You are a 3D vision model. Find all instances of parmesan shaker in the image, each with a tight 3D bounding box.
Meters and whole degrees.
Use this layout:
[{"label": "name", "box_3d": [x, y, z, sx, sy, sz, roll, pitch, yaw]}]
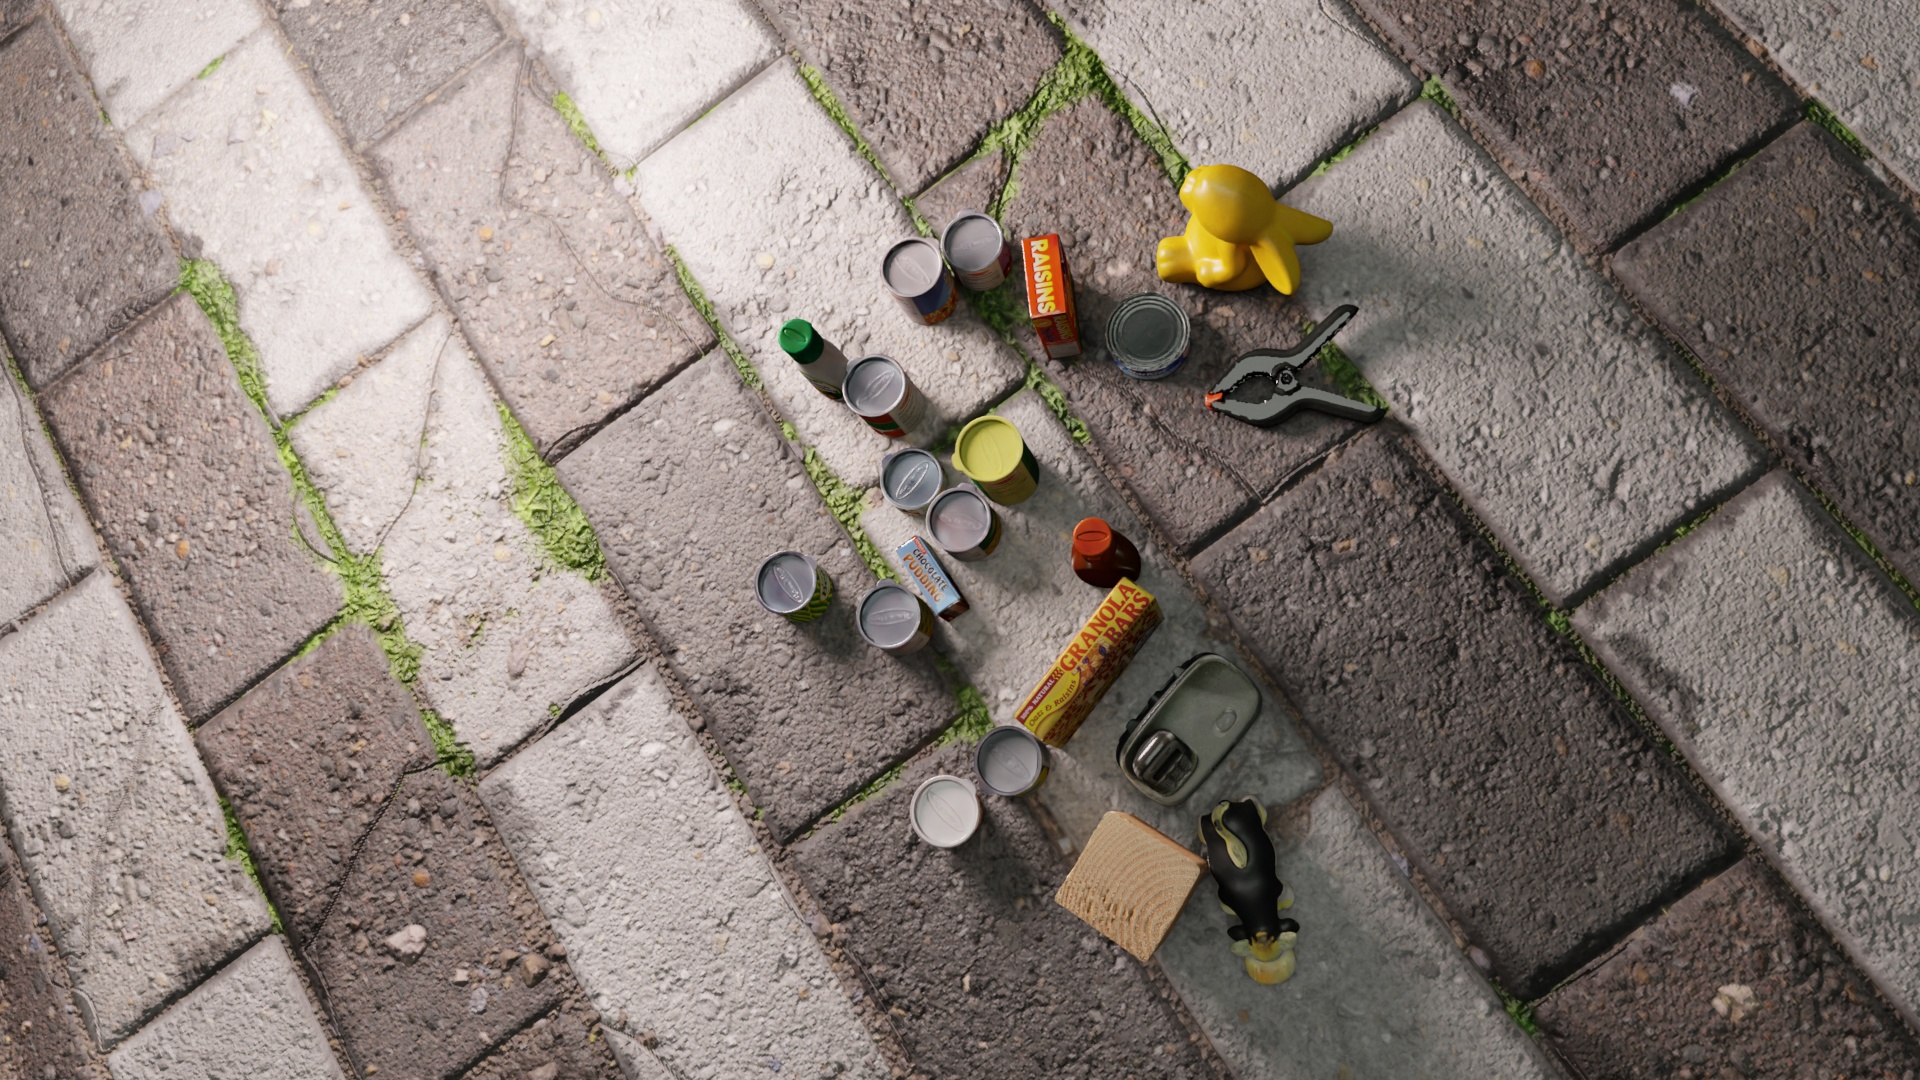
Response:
[{"label": "parmesan shaker", "box_3d": [0.036, -0.077, 1.381, 0.071, 0.103, 0.071, -3, 78, 12]}]

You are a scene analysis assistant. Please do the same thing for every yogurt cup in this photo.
[{"label": "yogurt cup", "box_3d": [-0.010, 0.262, 1.341, 0.072, 0.054, 0.072, -3, 77, 12]}]

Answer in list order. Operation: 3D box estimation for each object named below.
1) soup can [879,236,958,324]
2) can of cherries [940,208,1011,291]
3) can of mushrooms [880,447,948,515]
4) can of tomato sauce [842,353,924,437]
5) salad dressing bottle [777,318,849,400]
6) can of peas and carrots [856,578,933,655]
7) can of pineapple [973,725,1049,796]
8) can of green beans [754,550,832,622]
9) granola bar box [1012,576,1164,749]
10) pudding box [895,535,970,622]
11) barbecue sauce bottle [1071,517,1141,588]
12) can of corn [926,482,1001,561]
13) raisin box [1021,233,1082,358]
[{"label": "soup can", "box_3d": [-0.040, -0.272, 1.451, 0.071, 0.083, 0.071, -3, 78, 12]}, {"label": "can of cherries", "box_3d": [0.018, -0.305, 1.459, 0.071, 0.058, 0.071, -3, 77, 12]}, {"label": "can of mushrooms", "box_3d": [-0.049, -0.062, 1.432, 0.071, 0.033, 0.071, -3, 77, 12]}, {"label": "can of tomato sauce", "box_3d": [-0.080, -0.149, 1.432, 0.071, 0.083, 0.071, -3, 78, 12]}, {"label": "salad dressing bottle", "box_3d": [-0.146, -0.186, 1.421, 0.064, 0.147, 0.044, 28, 85, 16]}, {"label": "can of peas and carrots", "box_3d": [-0.065, 0.077, 1.391, 0.071, 0.058, 0.071, -3, 77, 12]}, {"label": "can of pineapple", "box_3d": [0.049, 0.214, 1.337, 0.071, 0.058, 0.071, -3, 77, 12]}, {"label": "can of green beans", "box_3d": [-0.170, 0.048, 1.421, 0.071, 0.057, 0.071, -3, 77, 12]}, {"label": "granola bar box", "box_3d": [0.123, 0.117, 1.308, 0.039, 0.124, 0.165, 38, 88, 17]}, {"label": "pudding box", "box_3d": [-0.028, 0.038, 1.397, 0.030, 0.049, 0.084, -35, 73, 3]}, {"label": "barbecue sauce bottle", "box_3d": [0.134, 0.012, 1.316, 0.065, 0.148, 0.044, -1, 78, 12]}, {"label": "can of corn", "box_3d": [0.005, -0.018, 1.398, 0.071, 0.058, 0.071, -3, 77, 12]}, {"label": "raisin box", "box_3d": [0.093, -0.243, 1.395, 0.040, 0.123, 0.086, -8, 77, 11]}]
